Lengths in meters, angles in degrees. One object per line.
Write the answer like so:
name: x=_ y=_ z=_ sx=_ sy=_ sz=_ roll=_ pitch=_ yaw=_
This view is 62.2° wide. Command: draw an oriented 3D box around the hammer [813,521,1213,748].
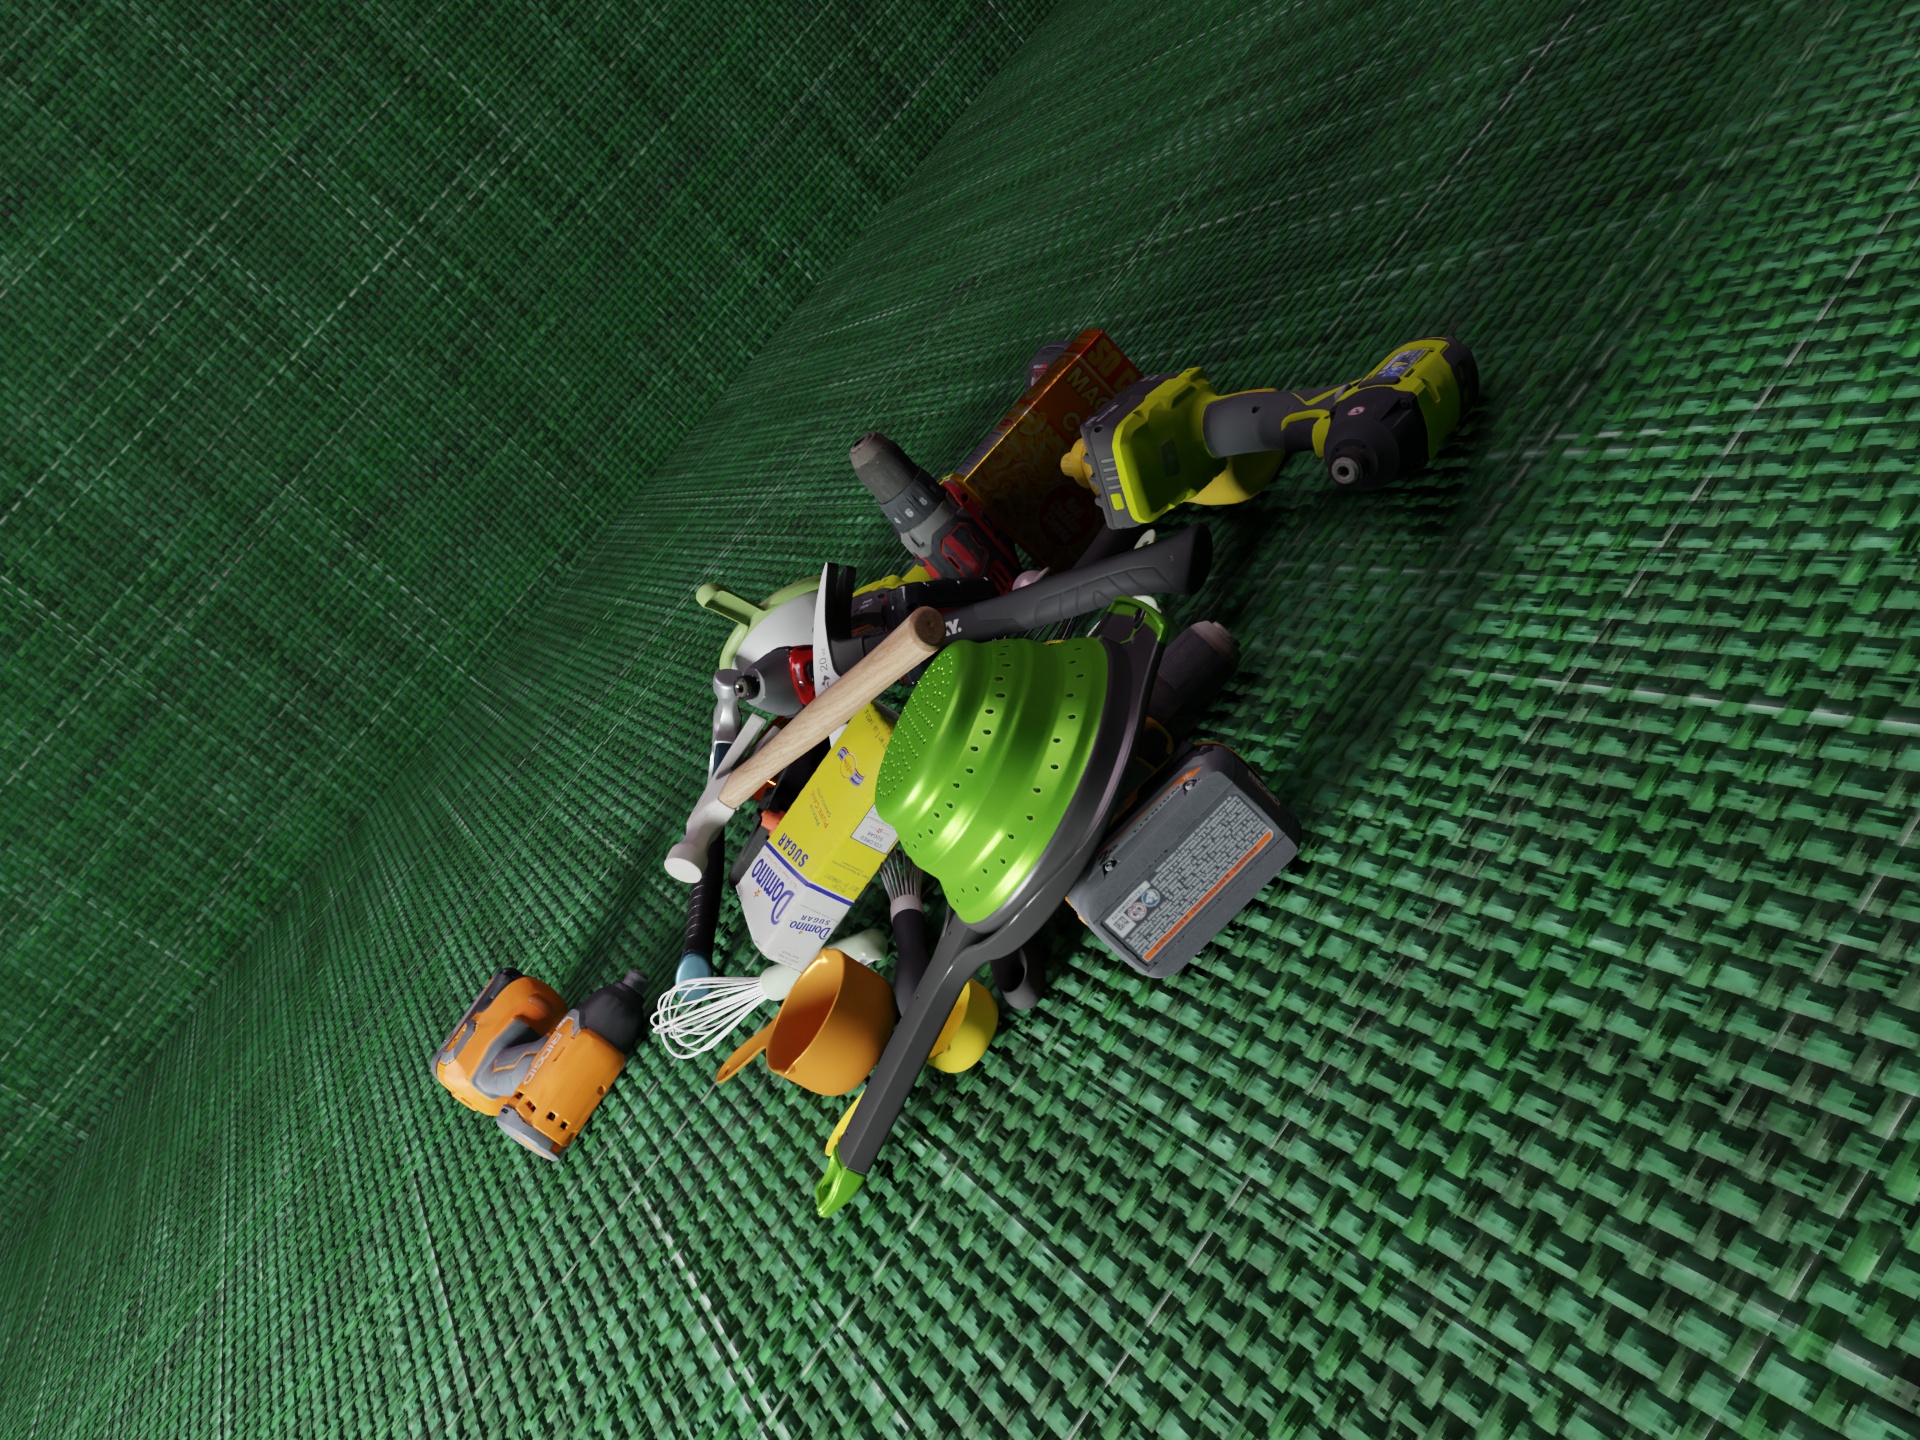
hammer: x=0.027 y=-0.079 z=1.128 sx=0.335 sy=0.035 sz=0.146 roll=-16 pitch=78 yaw=34

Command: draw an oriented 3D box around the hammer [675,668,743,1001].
hammer: x=-0.217 y=0.105 z=1.394 sx=0.331 sy=0.033 sz=0.128 roll=-92 pitch=9 yaw=-50

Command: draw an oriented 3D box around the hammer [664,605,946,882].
hammer: x=-0.110 y=0.006 z=1.136 sx=0.331 sy=0.031 sz=0.130 roll=-37 pitch=25 yaw=46

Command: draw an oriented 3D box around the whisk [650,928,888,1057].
whisk: x=-0.143 y=0.197 z=1.170 sx=0.246 sy=0.057 sz=0.059 roll=-26 pitch=65 yaw=36

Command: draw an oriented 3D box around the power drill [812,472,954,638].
power drill: x=-0.040 y=-0.145 z=1.491 sx=0.190 sy=0.080 sz=0.229 roll=-14 pitch=37 yaw=53

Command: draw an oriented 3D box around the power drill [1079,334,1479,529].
power drill: x=0.197 y=-0.182 z=1.017 sx=0.223 sy=0.080 sz=0.171 roll=-1 pitch=28 yaw=37

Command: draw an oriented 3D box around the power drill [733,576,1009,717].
power drill: x=-0.078 y=-0.051 z=1.305 sx=0.220 sy=0.078 sz=0.143 roll=-16 pitch=-4 yaw=42

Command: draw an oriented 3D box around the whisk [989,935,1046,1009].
whisk: x=0.015 y=0.087 z=1.047 sx=0.073 sy=0.073 sz=0.296 roll=-41 pitch=30 yaw=15

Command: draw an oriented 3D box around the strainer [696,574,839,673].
strainer: x=-0.168 y=-0.073 z=1.482 sx=0.151 sy=0.069 sz=0.256 roll=-42 pitch=-19 yaw=7

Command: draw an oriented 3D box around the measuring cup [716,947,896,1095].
measuring cup: x=-0.103 y=0.218 z=1.055 sx=0.173 sy=0.052 sz=0.095 roll=-41 pitch=25 yaw=43

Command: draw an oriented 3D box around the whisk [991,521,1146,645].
whisk: x=0.096 y=-0.115 z=1.239 sx=0.239 sy=0.055 sz=0.055 roll=-52 pitch=23 yaw=-20

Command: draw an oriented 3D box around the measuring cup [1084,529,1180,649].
measuring cup: x=0.129 y=-0.076 z=1.129 sx=0.083 sy=0.038 sz=0.168 roll=-29 pitch=27 yaw=37

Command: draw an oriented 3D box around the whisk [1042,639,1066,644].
whisk: x=-0.002 y=-0.006 z=1.193 sx=0.245 sy=0.047 sz=0.051 roll=-20 pitch=29 yaw=30

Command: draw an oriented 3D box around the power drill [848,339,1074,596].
power drill: x=0.032 y=-0.224 z=1.353 sx=0.227 sy=0.187 sz=0.080 roll=-46 pitch=21 yaw=-6

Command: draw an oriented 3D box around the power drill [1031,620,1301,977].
power drill: x=0.117 y=0.033 z=0.924 sx=0.185 sy=0.084 sz=0.226 roll=-46 pitch=18 yaw=4

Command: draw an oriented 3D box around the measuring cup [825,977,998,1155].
measuring cup: x=-0.029 y=0.217 z=0.964 sx=0.156 sy=0.029 sz=0.062 roll=-52 pitch=22 yaw=22

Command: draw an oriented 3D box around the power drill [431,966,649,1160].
power drill: x=-0.354 y=0.276 z=1.366 sx=0.226 sy=0.084 sz=0.164 roll=-1 pitch=49 yaw=55

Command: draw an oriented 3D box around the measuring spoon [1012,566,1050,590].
measuring spoon: x=0.057 y=-0.116 z=1.289 sx=0.034 sy=0.018 sz=0.124 roll=-47 pitch=1 yaw=-3

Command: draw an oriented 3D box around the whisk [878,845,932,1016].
whisk: x=-0.040 y=0.112 z=1.099 sx=0.070 sy=0.070 sz=0.285 roll=-40 pitch=29 yaw=17

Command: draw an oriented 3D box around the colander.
colander: x=-0.022 y=0.094 z=0.895 sx=0.397 sy=0.094 sz=0.205 roll=-63 pitch=14 yaw=7
